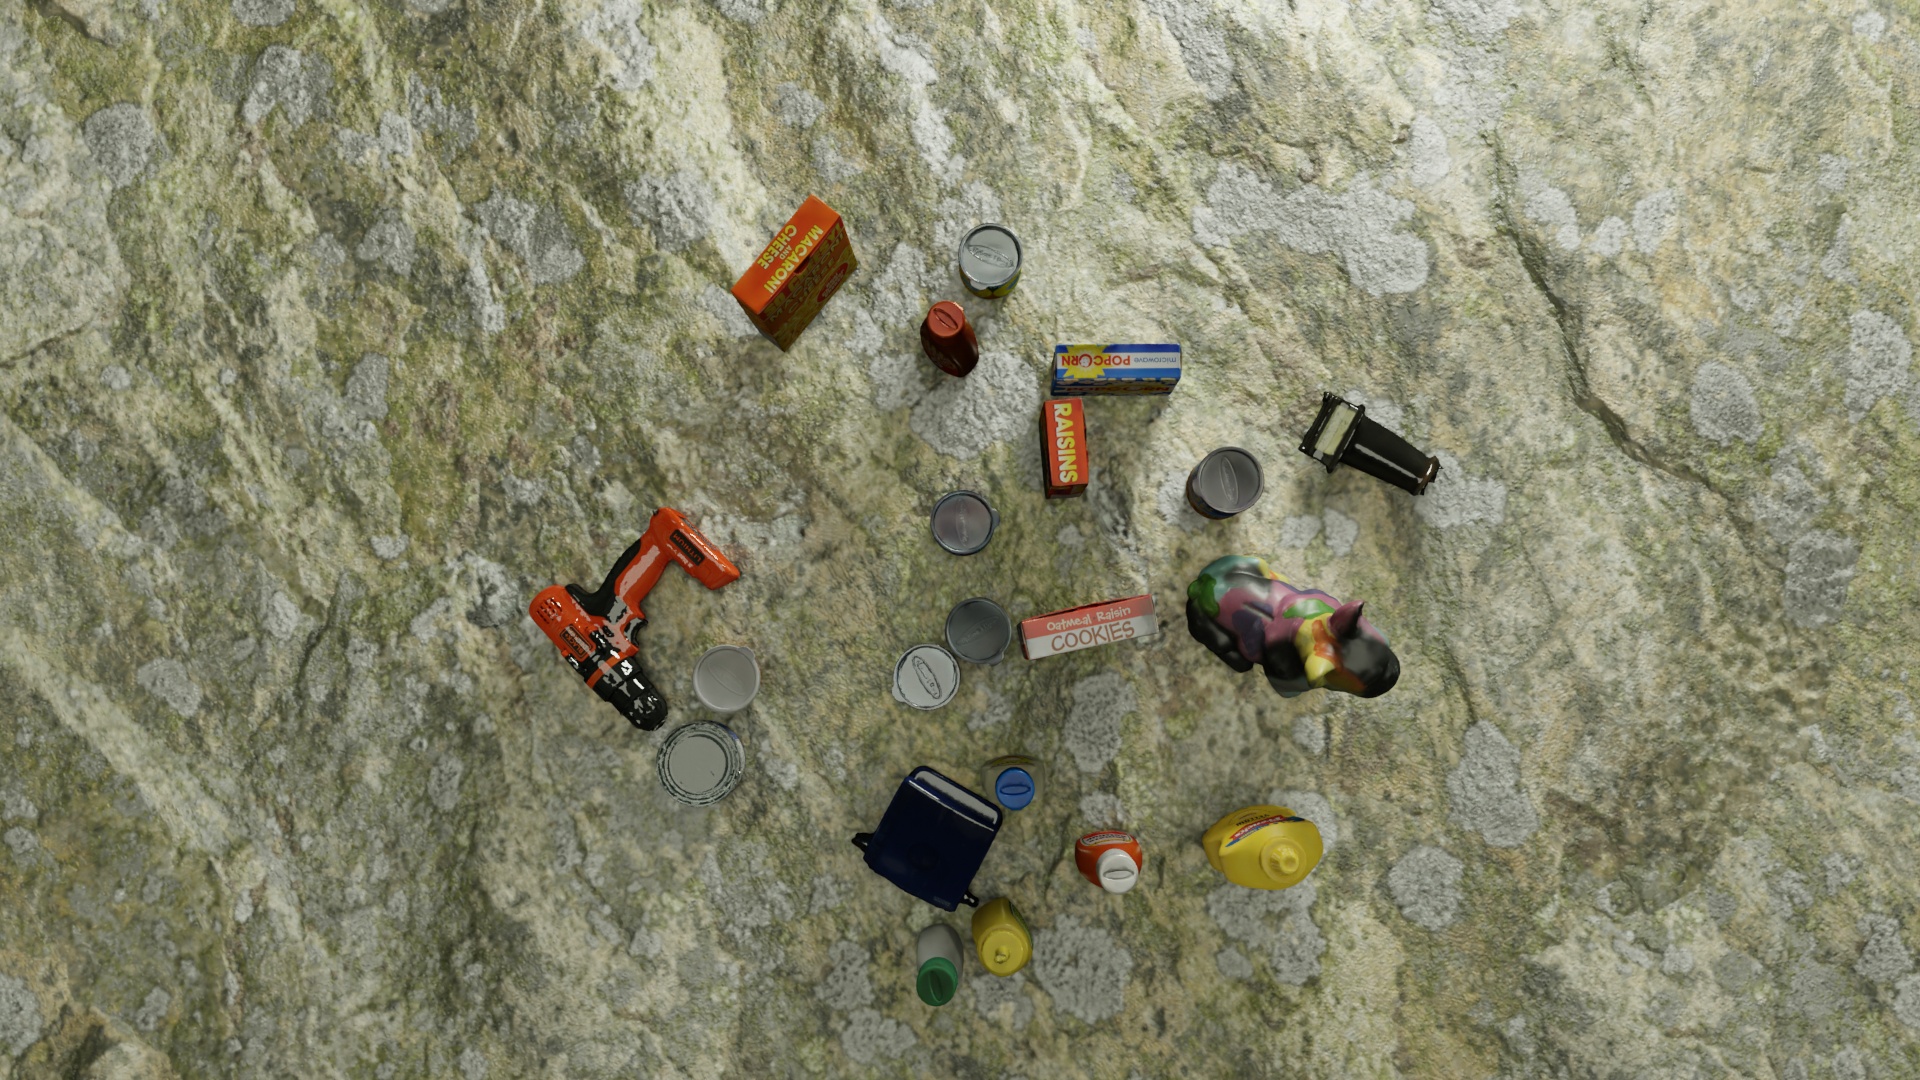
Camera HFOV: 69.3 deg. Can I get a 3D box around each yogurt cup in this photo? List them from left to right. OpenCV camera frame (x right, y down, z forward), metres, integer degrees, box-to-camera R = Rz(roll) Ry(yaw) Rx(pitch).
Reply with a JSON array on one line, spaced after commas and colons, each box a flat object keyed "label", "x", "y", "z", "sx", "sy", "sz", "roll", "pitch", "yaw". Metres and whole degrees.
[{"label": "yogurt cup", "x": -0.232, "y": 0.139, "z": 1.399, "sx": 0.072, "sy": 0.054, "sz": 0.072, "roll": 0, "pitch": 85, "yaw": 1}]

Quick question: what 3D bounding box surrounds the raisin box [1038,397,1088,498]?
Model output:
[{"label": "raisin box", "x": 0.102, "y": -0.089, "z": 1.378, "sx": 0.040, "sy": 0.123, "sz": 0.086, "roll": -4, "pitch": 85, "yaw": 1}]

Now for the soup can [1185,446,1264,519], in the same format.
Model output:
[{"label": "soup can", "x": 0.261, "y": -0.056, "z": 1.393, "sx": 0.071, "sy": 0.083, "sz": 0.071, "roll": 0, "pitch": 85, "yaw": 1}]

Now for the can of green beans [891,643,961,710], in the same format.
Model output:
[{"label": "can of green beans", "x": -0.033, "y": 0.136, "z": 1.394, "sx": 0.071, "sy": 0.058, "sz": 0.071, "roll": 0, "pitch": 85, "yaw": 1}]

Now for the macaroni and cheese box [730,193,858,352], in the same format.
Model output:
[{"label": "macaroni and cheese box", "x": -0.160, "y": -0.261, "z": 1.376, "sx": 0.040, "sy": 0.166, "sz": 0.124, "roll": 39, "pitch": 87, "yaw": 4}]

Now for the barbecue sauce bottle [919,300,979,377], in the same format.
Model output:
[{"label": "barbecue sauce bottle", "x": -0.012, "y": -0.203, "z": 1.378, "sx": 0.065, "sy": 0.148, "sz": 0.043, "roll": 41, "pitch": 87, "yaw": 4}]

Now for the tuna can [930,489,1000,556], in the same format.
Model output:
[{"label": "tuna can", "x": 0.005, "y": -0.018, "z": 1.419, "sx": 0.071, "sy": 0.033, "sz": 0.071, "roll": 0, "pitch": 85, "yaw": 1}]

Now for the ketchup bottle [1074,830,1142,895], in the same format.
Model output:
[{"label": "ketchup bottle", "x": 0.145, "y": 0.309, "z": 1.330, "sx": 0.065, "sy": 0.148, "sz": 0.043, "roll": -5, "pitch": 86, "yaw": 1}]

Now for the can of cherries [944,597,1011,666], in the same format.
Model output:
[{"label": "can of cherries", "x": 0.019, "y": 0.093, "z": 1.396, "sx": 0.071, "sy": 0.058, "sz": 0.071, "roll": 0, "pitch": 85, "yaw": 1}]

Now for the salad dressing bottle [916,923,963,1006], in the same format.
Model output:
[{"label": "salad dressing bottle", "x": -0.020, "y": 0.407, "z": 1.325, "sx": 0.044, "sy": 0.147, "sz": 0.064, "roll": -15, "pitch": 85, "yaw": 0}]

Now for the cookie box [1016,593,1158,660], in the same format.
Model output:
[{"label": "cookie box", "x": 0.119, "y": 0.084, "z": 1.341, "sx": 0.123, "sy": 0.167, "sz": 0.040, "roll": -12, "pitch": 86, "yaw": 0}]

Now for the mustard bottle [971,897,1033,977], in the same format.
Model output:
[{"label": "mustard bottle", "x": 0.041, "y": 0.383, "z": 1.320, "sx": 0.049, "sy": 0.160, "sz": 0.065, "roll": -31, "pitch": 86, "yaw": -1}]

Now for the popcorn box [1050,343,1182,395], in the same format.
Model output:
[{"label": "popcorn box", "x": 0.156, "y": -0.172, "z": 1.404, "sx": 0.127, "sy": 0.085, "sz": 0.038, "roll": 0, "pitch": 86, "yaw": 1}]

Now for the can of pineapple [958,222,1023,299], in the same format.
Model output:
[{"label": "can of pineapple", "x": 0.030, "y": -0.285, "z": 1.430, "sx": 0.071, "sy": 0.058, "sz": 0.071, "roll": 0, "pitch": 85, "yaw": 1}]

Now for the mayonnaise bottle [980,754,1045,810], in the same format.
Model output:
[{"label": "mayonnaise bottle", "x": 0.052, "y": 0.233, "z": 1.339, "sx": 0.065, "sy": 0.148, "sz": 0.041, "roll": -4, "pitch": 86, "yaw": 1}]
